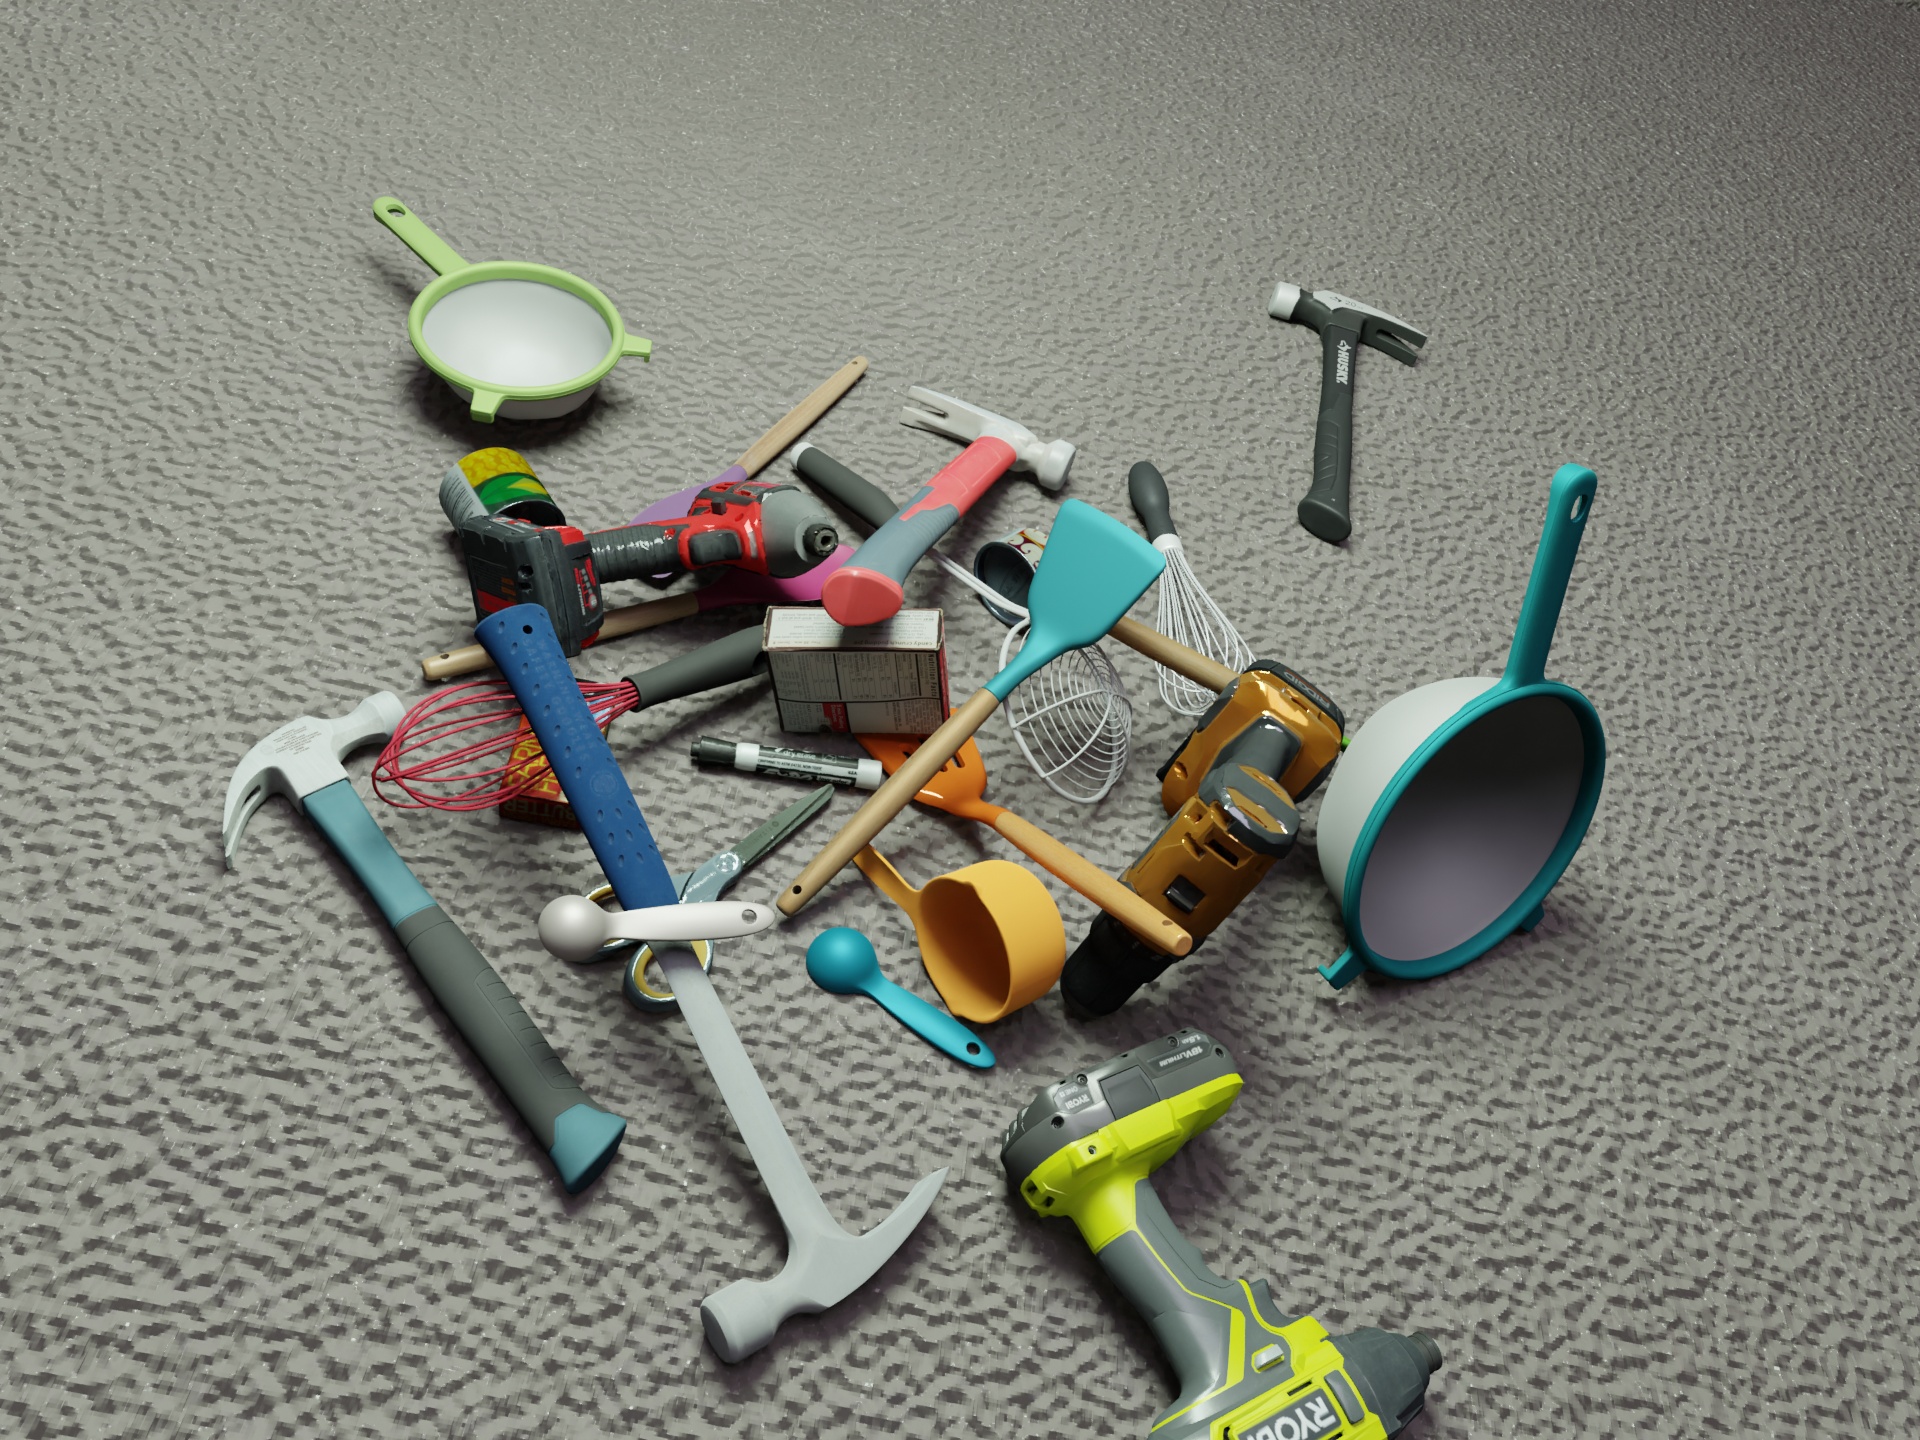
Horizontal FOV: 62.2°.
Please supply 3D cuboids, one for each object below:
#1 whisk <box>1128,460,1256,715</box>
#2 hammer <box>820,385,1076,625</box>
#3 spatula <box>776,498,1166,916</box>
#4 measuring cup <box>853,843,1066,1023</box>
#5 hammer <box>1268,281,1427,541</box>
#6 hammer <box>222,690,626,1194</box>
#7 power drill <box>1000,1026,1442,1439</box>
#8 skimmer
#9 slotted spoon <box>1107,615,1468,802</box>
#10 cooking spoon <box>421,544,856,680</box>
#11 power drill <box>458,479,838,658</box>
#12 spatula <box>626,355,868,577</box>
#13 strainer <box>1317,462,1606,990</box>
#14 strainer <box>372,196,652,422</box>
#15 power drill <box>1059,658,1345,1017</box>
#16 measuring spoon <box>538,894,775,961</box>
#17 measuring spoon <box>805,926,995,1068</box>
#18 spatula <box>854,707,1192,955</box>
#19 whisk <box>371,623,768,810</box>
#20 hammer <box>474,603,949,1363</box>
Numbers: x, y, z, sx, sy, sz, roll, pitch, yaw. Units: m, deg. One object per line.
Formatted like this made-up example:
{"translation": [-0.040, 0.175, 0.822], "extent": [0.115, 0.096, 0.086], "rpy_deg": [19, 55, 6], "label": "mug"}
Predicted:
{"translation": [0.163, -0.106, 1.188], "extent": [0.070, 0.070, 0.285], "rpy_deg": [5, 44, -13], "label": "whisk"}
{"translation": [-0.029, -0.155, 1.103], "extent": [0.143, 0.038, 0.386], "rpy_deg": [23, 28, 7], "label": "hammer"}
{"translation": [-0.002, -0.003, 0.969], "extent": [0.082, 0.044, 0.317], "rpy_deg": [36, 72, 23], "label": "spatula"}
{"translation": [-0.005, 0.105, 0.944], "extent": [0.052, 0.095, 0.174], "rpy_deg": [-16, 37, -34], "label": "measuring cup"}
{"translation": [0.335, -0.272, 1.398], "extent": [0.146, 0.035, 0.335], "rpy_deg": [17, 47, -1], "label": "hammer"}
{"translation": [-0.287, 0.118, 0.866], "extent": [0.128, 0.033, 0.331], "rpy_deg": [-28, 62, -35], "label": "hammer"}
{"translation": [0.133, 0.282, 0.823], "extent": [0.171, 0.080, 0.223], "rpy_deg": [-16, 60, -27], "label": "power drill"}
{"translation": [-0.017, -0.079, 1.117], "extent": [0.364, 0.090, 0.127], "rpy_deg": [39, 21, 32], "label": "skimmer"}
{"translation": [0.212, -0.007, 1.071], "extent": [0.313, 0.070, 0.031], "rpy_deg": [26, 81, -15], "label": "slotted spoon"}
{"translation": [-0.203, -0.073, 1.071], "extent": [0.319, 0.017, 0.069], "rpy_deg": [-18, 49, -29], "label": "cooking spoon"}
{"translation": [-0.189, -0.105, 1.010], "extent": [0.219, 0.078, 0.143], "rpy_deg": [-18, 22, -32], "label": "power drill"}
{"translation": [-0.154, -0.199, 1.197], "extent": [0.060, 0.018, 0.316], "rpy_deg": [23, 47, 17], "label": "spatula"}
{"translation": [0.305, -0.004, 0.978], "extent": [0.211, 0.340, 0.095], "rpy_deg": [-9, 31, -29], "label": "strainer"}
{"translation": [-0.361, -0.299, 1.188], "extent": [0.151, 0.069, 0.256], "rpy_deg": [-32, 64, -33], "label": "strainer"}
{"translation": [0.145, 0.073, 0.967], "extent": [0.084, 0.185, 0.226], "rpy_deg": [38, 31, 3], "label": "power drill"}
{"translation": [-0.152, 0.102, 0.814], "extent": [0.124, 0.018, 0.034], "rpy_deg": [0, 64, -26], "label": "measuring spoon"}
{"translation": [-0.032, 0.158, 0.915], "extent": [0.129, 0.021, 0.042], "rpy_deg": [32, 48, 14], "label": "measuring spoon"}
{"translation": [0.038, 0.060, 0.943], "extent": [0.081, 0.041, 0.323], "rpy_deg": [-12, 22, -26], "label": "spatula"}
{"translation": [-0.213, -0.010, 0.952], "extent": [0.296, 0.073, 0.073], "rpy_deg": [-23, 59, -41], "label": "whisk"}
{"translation": [-0.150, 0.114, 0.842], "extent": [0.144, 0.035, 0.406], "rpy_deg": [-20, 74, -33], "label": "hammer"}
